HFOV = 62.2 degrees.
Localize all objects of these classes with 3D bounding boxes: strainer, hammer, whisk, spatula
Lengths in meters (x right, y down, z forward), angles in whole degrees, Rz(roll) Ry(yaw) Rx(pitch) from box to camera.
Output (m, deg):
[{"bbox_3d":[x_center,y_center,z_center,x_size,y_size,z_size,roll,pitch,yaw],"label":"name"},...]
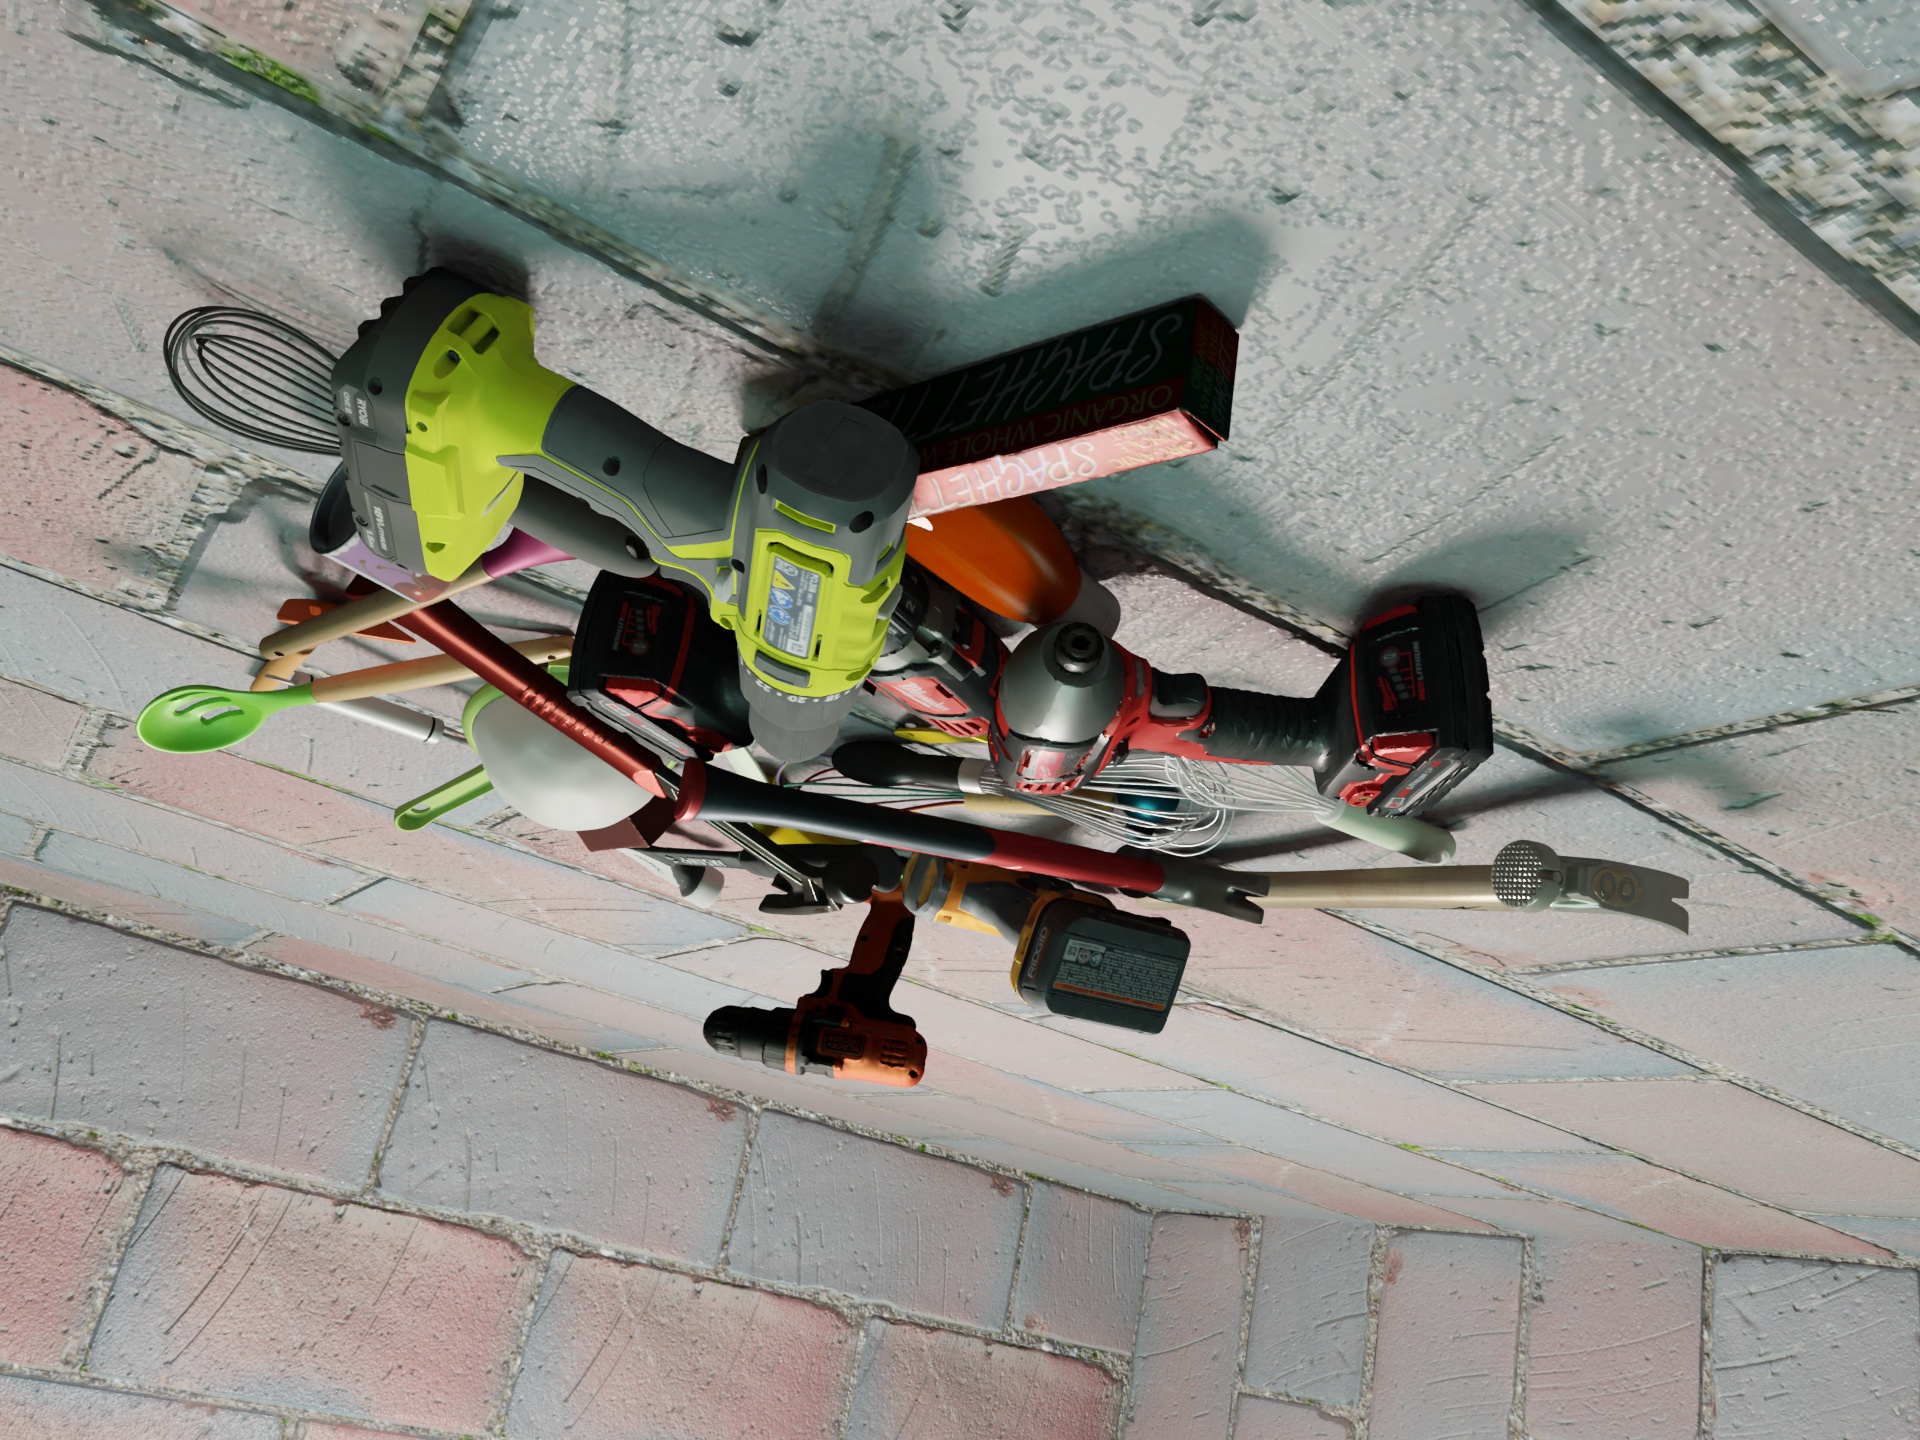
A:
[{"bbox_3d":[-0.307,0.050,1.103,0.256,0.069,0.151,-23,141,27],"label":"strainer"},{"bbox_3d":[0.011,0.077,0.982,0.386,0.038,0.143,13,177,-32],"label":"hammer"},{"bbox_3d":[-0.015,0.054,1.094,0.245,0.047,0.051,2,156,17],"label":"whisk"},{"bbox_3d":[-0.450,-0.043,1.082,0.081,0.041,0.322,11,164,-32],"label":"spatula"},{"bbox_3d":[0.214,0.047,0.948,0.246,0.059,0.058,20,141,-33],"label":"whisk"},{"bbox_3d":[-0.219,0.016,0.993,0.358,0.037,0.149,38,155,-21],"label":"hammer"},{"bbox_3d":[0.039,0.040,1.012,0.285,0.070,0.070,5,158,28],"label":"whisk"},{"bbox_3d":[-0.167,0.104,1.215,0.149,0.036,0.409,35,159,-27],"label":"hammer"},{"bbox_3d":[0.261,0.112,1.041,0.146,0.038,0.411,12,169,-29],"label":"hammer"},{"bbox_3d":[-0.248,-0.121,0.742,0.238,0.055,0.055,25,155,-27],"label":"whisk"},{"bbox_3d":[-0.373,0.011,1.141,0.258,0.050,0.087,24,179,-39],"label":"strainer"}]

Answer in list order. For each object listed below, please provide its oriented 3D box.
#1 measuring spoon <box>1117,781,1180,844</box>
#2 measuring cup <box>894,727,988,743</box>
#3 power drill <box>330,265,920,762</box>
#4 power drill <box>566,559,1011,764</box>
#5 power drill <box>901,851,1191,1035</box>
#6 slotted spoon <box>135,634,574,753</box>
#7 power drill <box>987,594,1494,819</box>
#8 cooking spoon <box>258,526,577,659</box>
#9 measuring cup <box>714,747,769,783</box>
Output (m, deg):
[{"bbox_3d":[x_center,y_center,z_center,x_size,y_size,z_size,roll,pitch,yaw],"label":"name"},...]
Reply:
[{"bbox_3d":[0.124,0.073,1.089,0.042,0.021,0.128,10,159,6],"label":"measuring spoon"},{"bbox_3d":[-0.002,-0.003,0.976,0.062,0.029,0.156,22,169,-25],"label":"measuring cup"},{"bbox_3d":[-0.135,-0.077,0.669,0.228,0.080,0.190,23,143,4],"label":"power drill"},{"bbox_3d":[-0.101,-0.044,0.844,0.227,0.080,0.187,-4,154,29],"label":"power drill"},{"bbox_3d":[0.079,0.158,1.181,0.185,0.084,0.226,17,-177,-28],"label":"power drill"},{"bbox_3d":[-0.393,-0.022,1.033,0.314,0.031,0.070,-10,150,13],"label":"slotted spoon"},{"bbox_3d":[0.126,-0.008,0.748,0.219,0.079,0.143,1,159,-3],"label":"power drill"},{"bbox_3d":[-0.271,-0.077,0.859,0.319,0.017,0.068,-14,148,28],"label":"cooking spoon"},{"bbox_3d":[-0.164,0.020,1.054,0.083,0.038,0.167,4,147,21],"label":"measuring cup"}]
